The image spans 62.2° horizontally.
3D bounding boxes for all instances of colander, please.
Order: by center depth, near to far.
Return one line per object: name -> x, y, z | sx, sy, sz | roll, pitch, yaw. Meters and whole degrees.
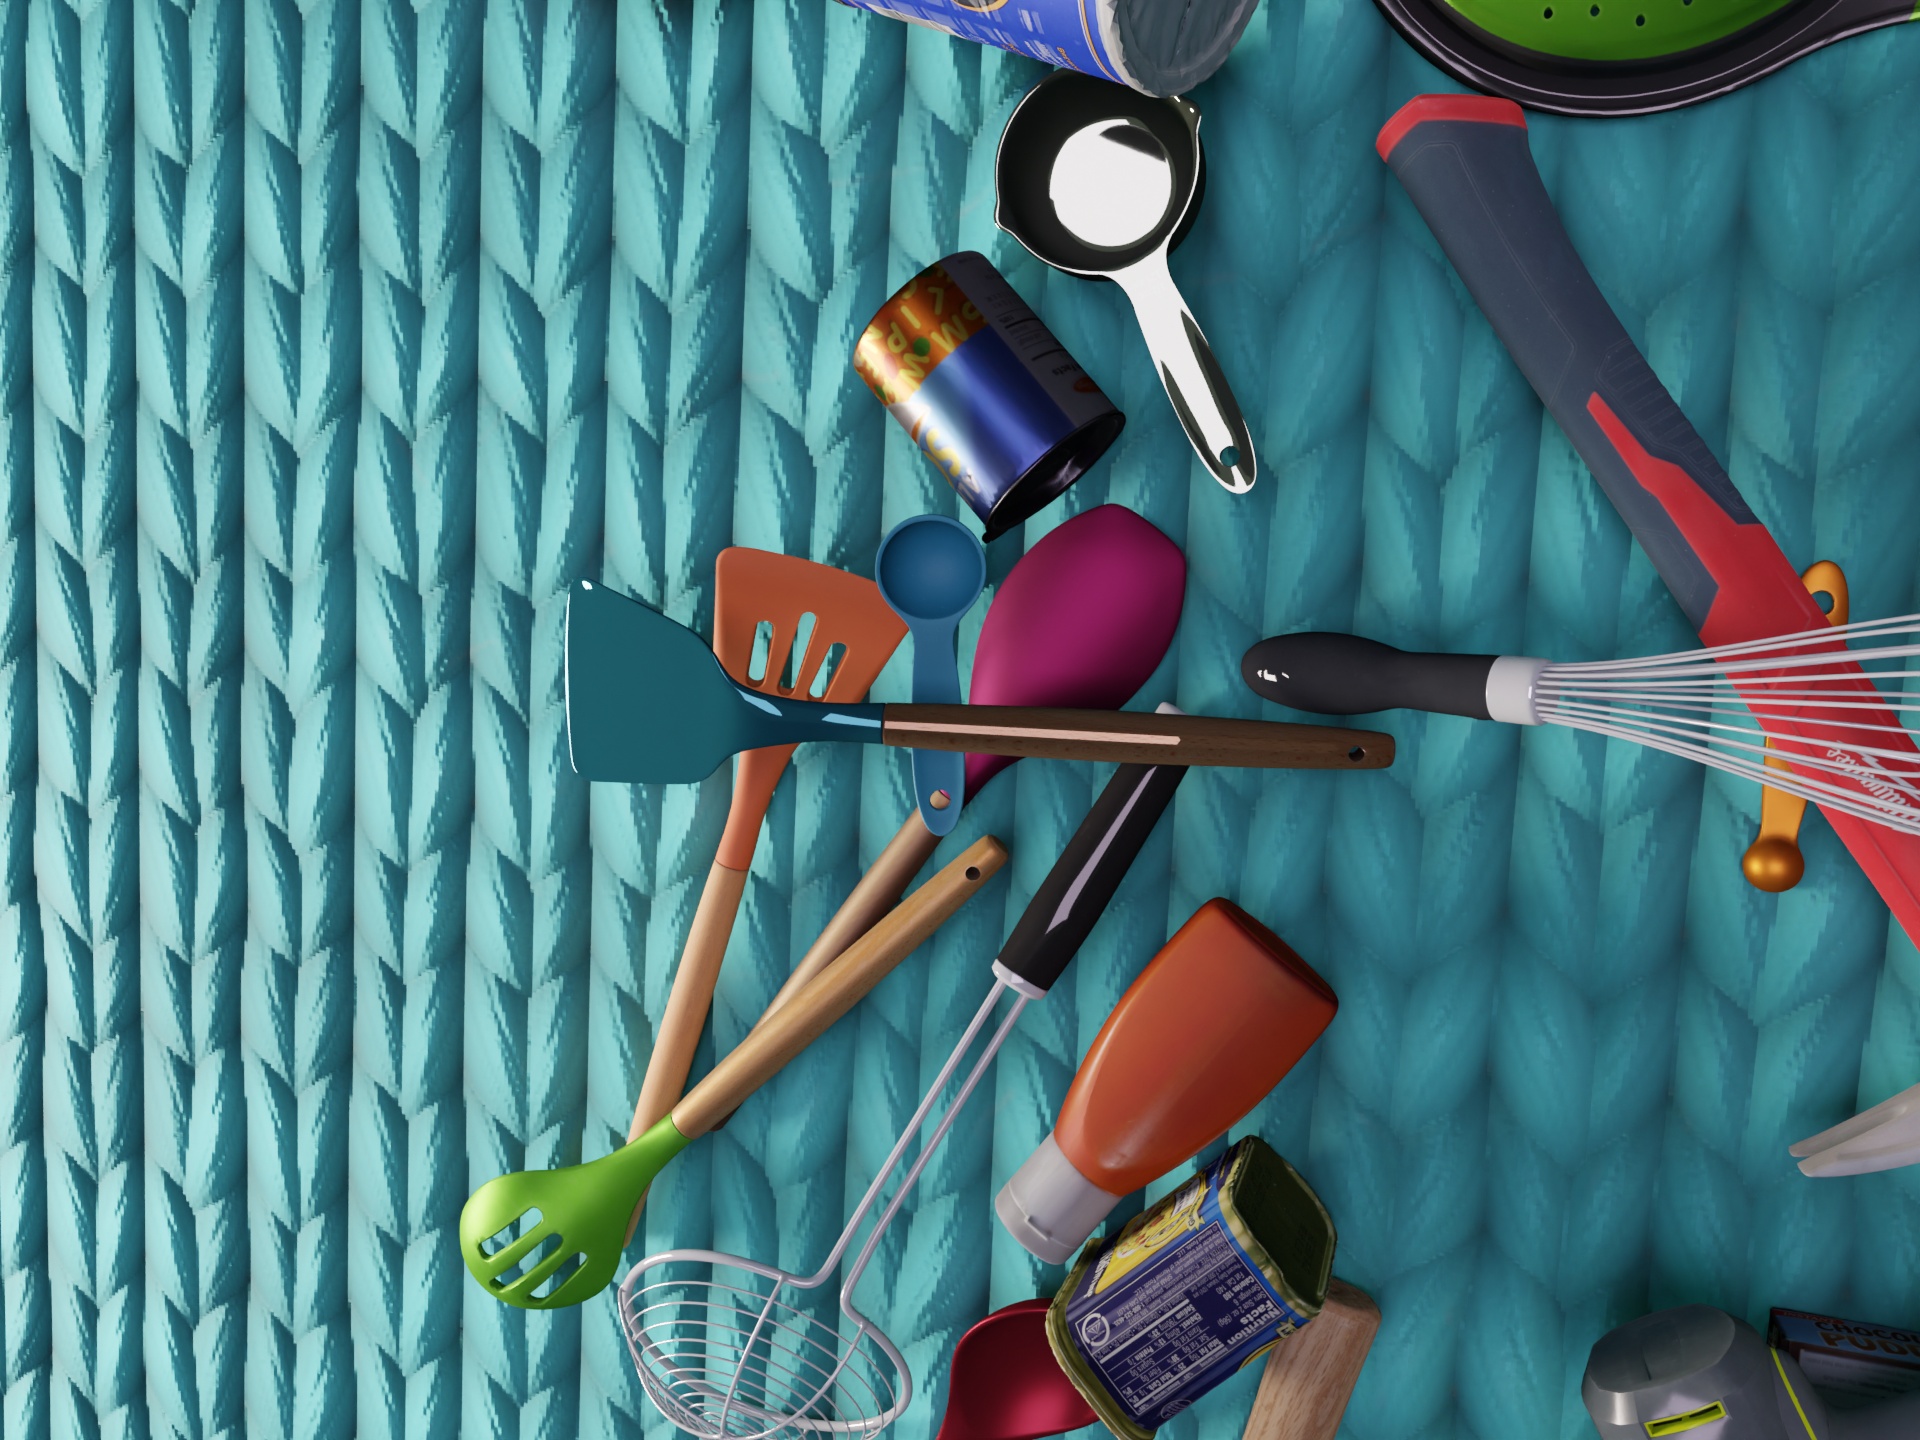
colander -> 0.142, -0.329, 0.520 | 0.397, 0.094, 0.204 | 18, 100, 15

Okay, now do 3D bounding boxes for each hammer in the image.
hammer -> 0.245, -0.040, 0.536 | 0.143, 0.038, 0.386 | -34, 82, 16
hammer -> 0.097, 0.373, 0.632 | 0.130, 0.031, 0.331 | 18, 100, 15

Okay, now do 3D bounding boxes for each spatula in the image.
spatula -> -0.001, -0.002, 0.595 | 0.317, 0.044, 0.082 | 4, 104, 5
spatula -> -0.103, 0.085, 0.663 | 0.081, 0.041, 0.322 | 16, 103, -10

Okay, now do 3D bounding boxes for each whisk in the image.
whisk -> 0.208, -0.006, 0.503 | 0.285, 0.070, 0.070 | 7, 98, 44

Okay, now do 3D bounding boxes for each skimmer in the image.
skimmer -> -0.012, 0.148, 0.645 | 0.127, 0.090, 0.363 | 32, 93, -6

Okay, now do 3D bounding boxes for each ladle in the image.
ladle -> -0.035, 0.349, 0.674 | 0.069, 0.031, 0.315 | 34, 107, -8

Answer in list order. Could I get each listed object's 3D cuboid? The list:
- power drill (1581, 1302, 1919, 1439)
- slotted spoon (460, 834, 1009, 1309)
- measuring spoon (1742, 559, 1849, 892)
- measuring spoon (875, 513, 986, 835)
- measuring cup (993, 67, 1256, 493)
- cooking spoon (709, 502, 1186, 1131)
power drill -> 0.338, 0.255, 0.490 | 0.228, 0.080, 0.190 | -28, 86, 19
slotted spoon -> -0.098, 0.150, 0.656 | 0.313, 0.031, 0.070 | -42, 99, 14
measuring spoon -> 0.289, 0.003, 0.547 | 0.021, 0.011, 0.117 | 9, 97, 17
measuring spoon -> -0.010, -0.018, 0.618 | 0.042, 0.021, 0.128 | -2, 108, 0
measuring cup -> 0.072, -0.160, 0.589 | 0.083, 0.038, 0.167 | -25, 89, 18
cooking spoon -> -0.018, 0.050, 0.645 | 0.069, 0.017, 0.319 | 38, 105, 6
